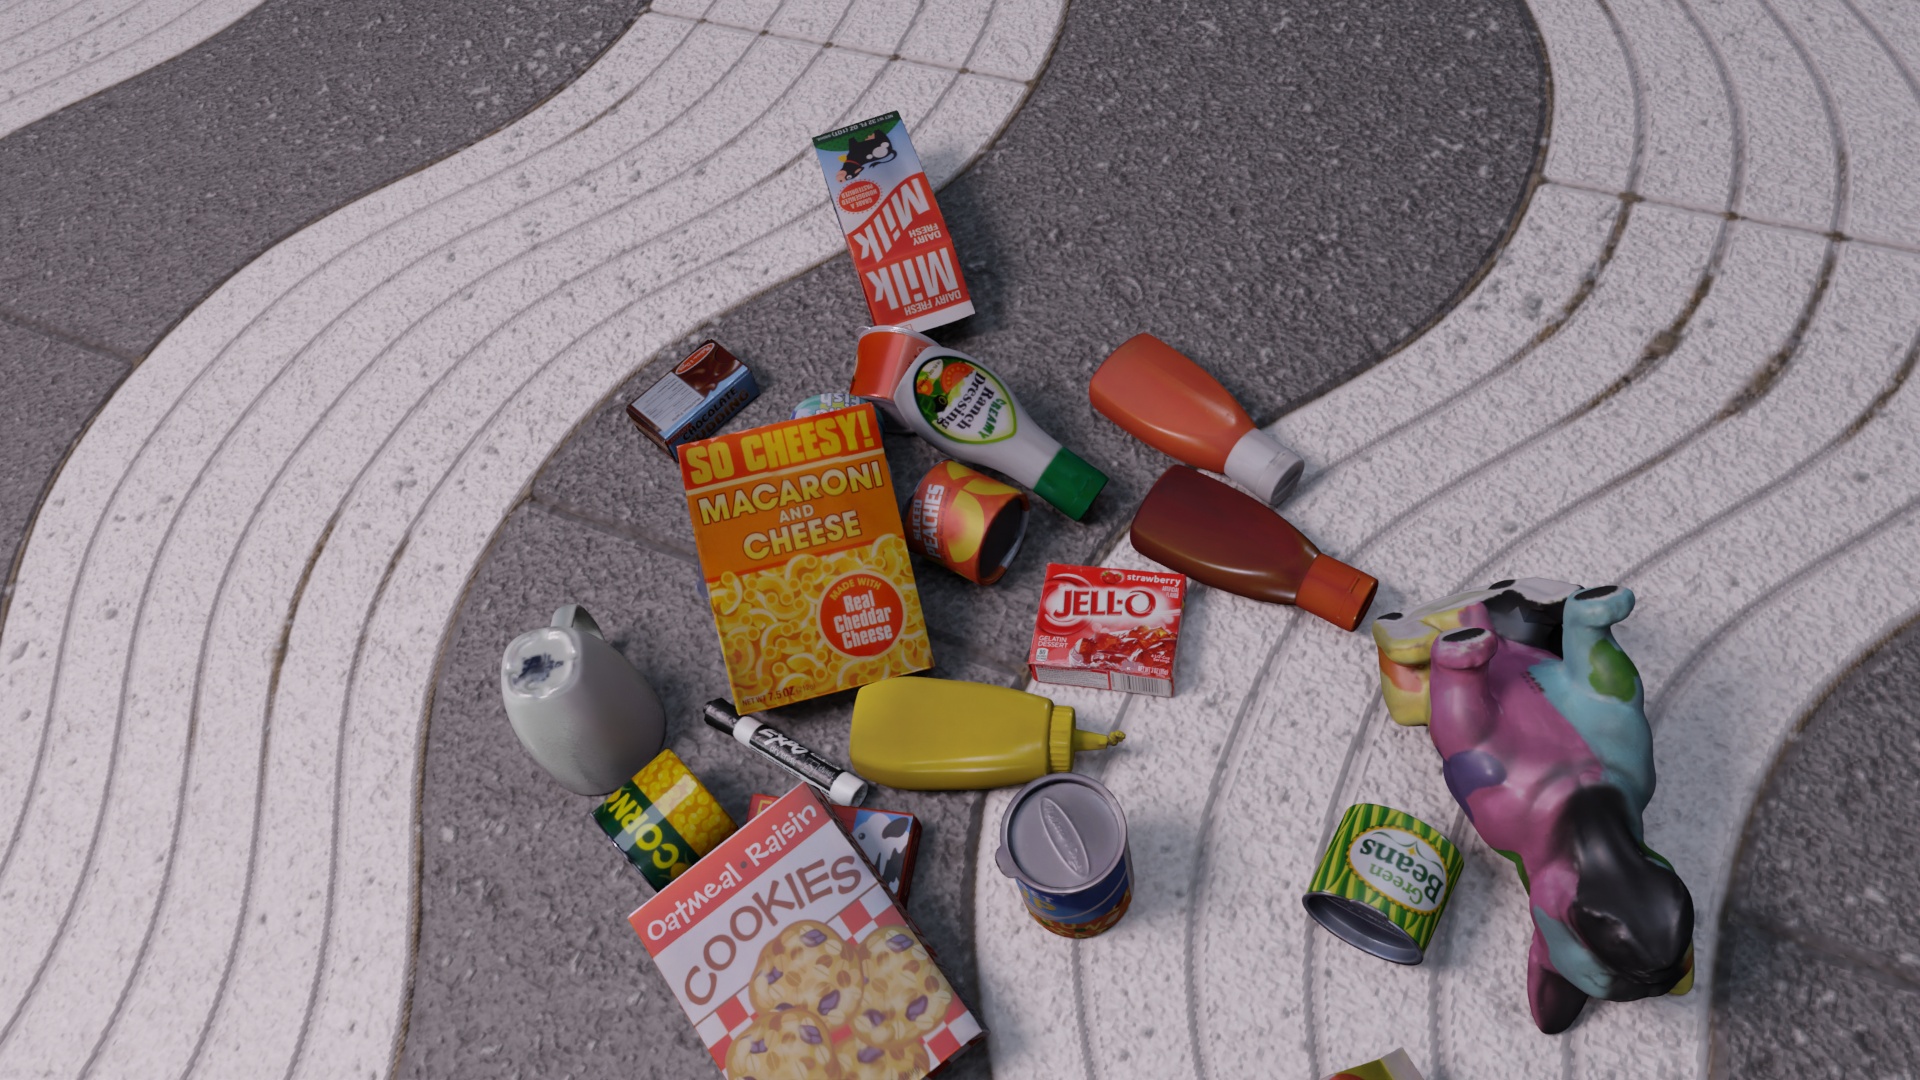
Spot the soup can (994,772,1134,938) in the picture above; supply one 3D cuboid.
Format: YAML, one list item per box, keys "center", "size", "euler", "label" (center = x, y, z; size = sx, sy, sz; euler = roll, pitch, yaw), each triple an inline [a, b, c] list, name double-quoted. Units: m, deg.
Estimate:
- center: [0.057, 0.174, 0.755]
  size: [0.071, 0.083, 0.072]
  euler: [-5, 57, 8]
  label: "soup can"

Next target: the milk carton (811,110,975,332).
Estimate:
- center: [-0.049, -0.225, 1.033]
  size: [0.072, 0.073, 0.191]
  euler: [-19, 57, -2]
  label: "milk carton"

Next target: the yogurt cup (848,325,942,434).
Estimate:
- center: [-0.045, -0.109, 0.967]
  size: [0.072, 0.072, 0.054]
  euler: [10, 69, 16]
  label: "yogurt cup"

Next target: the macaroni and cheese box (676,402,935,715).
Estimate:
- center: [-0.095, 0.010, 0.852]
  size: [0.124, 0.040, 0.166]
  euler: [-13, 91, -7]
  label: "macaroni and cheese box"

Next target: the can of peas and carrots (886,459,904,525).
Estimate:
- center: [-0.075, -0.023, 0.918]
  size: [0.071, 0.058, 0.071]
  euler: [-5, 57, 7]
  label: "can of peas and carrots"

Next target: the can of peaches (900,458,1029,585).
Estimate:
- center: [0.003, -0.011, 0.890]
  size: [0.058, 0.071, 0.071]
  euler: [25, 66, 23]
  label: "can of peaches"

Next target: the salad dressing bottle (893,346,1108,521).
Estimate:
- center: [0.028, -0.069, 0.911]
  size: [0.148, 0.044, 0.064]
  euler: [35, 79, 3]
  label: "salad dressing bottle"

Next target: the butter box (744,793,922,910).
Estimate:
- center: [-0.078, 0.181, 0.809]
  size: [0.103, 0.024, 0.053]
  euler: [5, 60, 13]
  label: "butter box"

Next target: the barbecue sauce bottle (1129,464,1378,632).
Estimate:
- center: [0.183, 0.008, 0.862]
  size: [0.149, 0.043, 0.065]
  euler: [27, 67, 24]
  label: "barbecue sauce bottle"

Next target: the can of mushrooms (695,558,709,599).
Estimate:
- center: [-0.139, 0.022, 0.917]
  size: [0.071, 0.033, 0.071]
  euler: [-4, 58, 7]
  label: "can of mushrooms"

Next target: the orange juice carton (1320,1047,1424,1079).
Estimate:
- center: [0.148, 0.317, 0.654]
  size: [0.193, 0.072, 0.072]
  euler: [-27, 57, -8]
  label: "orange juice carton"

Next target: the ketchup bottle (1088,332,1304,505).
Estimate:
- center: [0.158, -0.078, 0.921]
  size: [0.065, 0.043, 0.149]
  euler: [-42, 61, -15]
  label: "ketchup bottle"

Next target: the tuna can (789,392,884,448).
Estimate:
- center: [-0.084, -0.070, 0.942]
  size: [0.071, 0.070, 0.033]
  euler: [-7, 56, 6]
  label: "tuna can"

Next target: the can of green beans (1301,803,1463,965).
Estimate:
- center: [0.223, 0.180, 0.731]
  size: [0.071, 0.071, 0.058]
  euler: [24, 65, 23]
  label: "can of green beans"

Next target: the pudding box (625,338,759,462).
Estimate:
- center: [-0.193, -0.102, 1.007]
  size: [0.050, 0.030, 0.084]
  euler: [36, 70, 29]
  label: "pudding box"

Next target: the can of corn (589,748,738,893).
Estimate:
- center: [-0.172, 0.164, 0.810]
  size: [0.058, 0.071, 0.071]
  euler: [-41, 60, -16]
  label: "can of corn"

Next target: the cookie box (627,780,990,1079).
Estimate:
- center: [-0.083, 0.234, 0.750]
  size: [0.123, 0.040, 0.168]
  euler: [-37, 67, -6]
  label: "cookie box"

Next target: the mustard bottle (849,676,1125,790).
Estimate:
- center: [0.017, 0.117, 0.819]
  size: [0.160, 0.048, 0.065]
  euler: [2, 62, 10]
  label: "mustard bottle"
